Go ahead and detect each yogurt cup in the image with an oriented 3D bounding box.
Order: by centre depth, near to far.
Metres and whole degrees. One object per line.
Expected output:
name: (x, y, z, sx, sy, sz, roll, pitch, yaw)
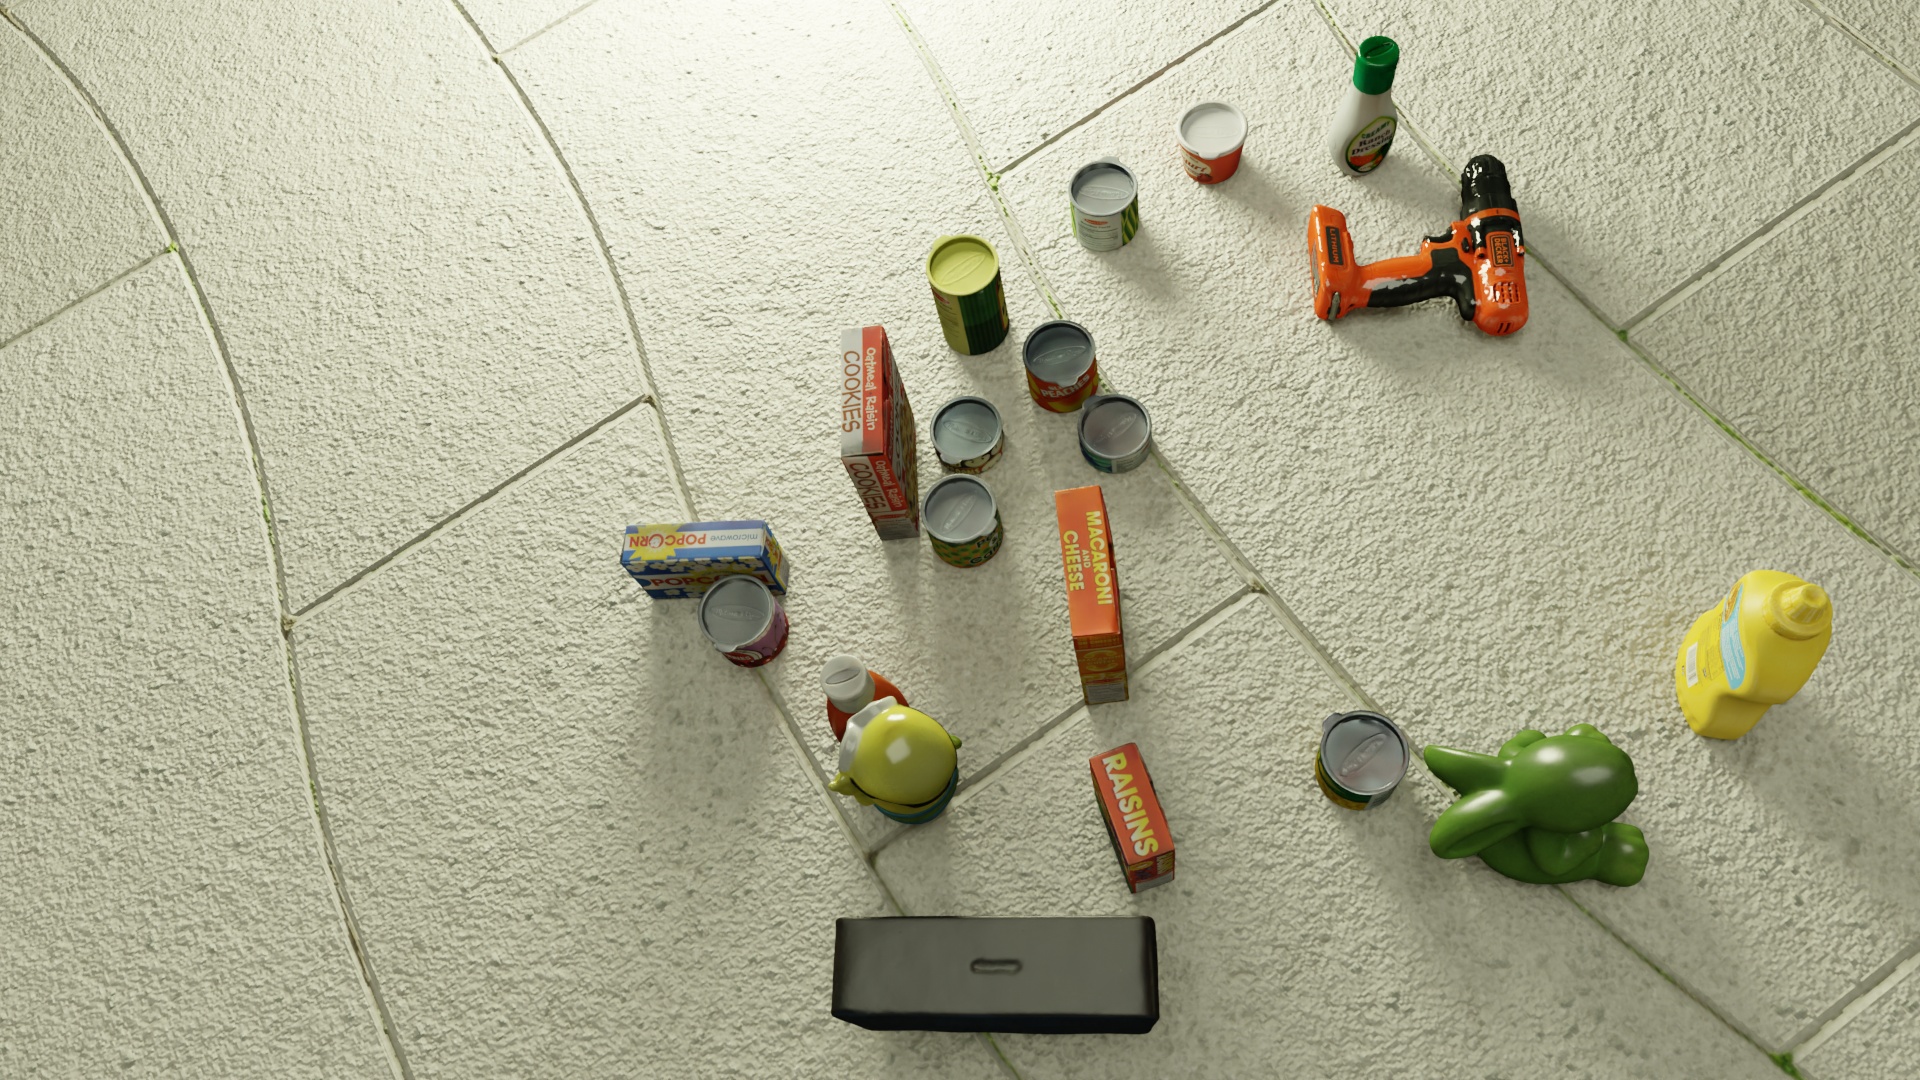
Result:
yogurt cup: (0.244, -0.384, 1.347, 0.072, 0.053, 0.072, -3, 66, 7)

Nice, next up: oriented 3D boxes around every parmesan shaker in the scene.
parmesan shaker: (0.007, -0.227, 1.283, 0.071, 0.102, 0.071, -3, 66, 7)

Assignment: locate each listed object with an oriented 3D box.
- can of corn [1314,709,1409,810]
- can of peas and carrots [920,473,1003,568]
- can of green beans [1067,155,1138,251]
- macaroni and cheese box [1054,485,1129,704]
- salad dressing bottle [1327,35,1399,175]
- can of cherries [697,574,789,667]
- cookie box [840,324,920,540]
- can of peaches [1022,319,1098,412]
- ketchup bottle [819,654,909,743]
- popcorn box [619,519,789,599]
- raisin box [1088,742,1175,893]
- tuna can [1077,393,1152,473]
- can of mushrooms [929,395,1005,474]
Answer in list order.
can of corn: (0.310, 0.170, 1.082, 0.071, 0.058, 0.071, -3, 66, 7)
can of peas and carrots: (0.004, -0.015, 1.212, 0.071, 0.058, 0.071, -3, 66, 7)
can of green beans: (0.138, -0.320, 1.331, 0.071, 0.057, 0.071, -3, 66, 7)
macaroni and cheese box: (0.107, 0.047, 1.109, 0.040, 0.166, 0.124, -7, 65, 5)
salad dressing bottle: (0.376, -0.400, 1.283, 0.064, 0.147, 0.044, -24, 65, -2)
can of cherries: (-0.188, 0.073, 1.200, 0.071, 0.058, 0.072, -3, 66, 7)
cookie box: (-0.067, -0.089, 1.196, 0.040, 0.167, 0.123, -6, 65, 6)
can of peaches: (0.092, -0.156, 1.263, 0.071, 0.058, 0.071, -3, 66, 7)
ketchup bottle: (-0.079, 0.131, 1.108, 0.065, 0.148, 0.044, -20, 65, 0)
popcorn box: (-0.221, 0.018, 1.215, 0.127, 0.085, 0.038, -2, 66, 7)
raisin box: (0.132, 0.213, 1.053, 0.040, 0.123, 0.086, -19, 65, 0)
tuna can: (0.137, -0.097, 1.244, 0.071, 0.032, 0.071, -3, 65, 7)
can of mushrooms: (0.006, -0.093, 1.261, 0.071, 0.033, 0.071, -3, 65, 7)
